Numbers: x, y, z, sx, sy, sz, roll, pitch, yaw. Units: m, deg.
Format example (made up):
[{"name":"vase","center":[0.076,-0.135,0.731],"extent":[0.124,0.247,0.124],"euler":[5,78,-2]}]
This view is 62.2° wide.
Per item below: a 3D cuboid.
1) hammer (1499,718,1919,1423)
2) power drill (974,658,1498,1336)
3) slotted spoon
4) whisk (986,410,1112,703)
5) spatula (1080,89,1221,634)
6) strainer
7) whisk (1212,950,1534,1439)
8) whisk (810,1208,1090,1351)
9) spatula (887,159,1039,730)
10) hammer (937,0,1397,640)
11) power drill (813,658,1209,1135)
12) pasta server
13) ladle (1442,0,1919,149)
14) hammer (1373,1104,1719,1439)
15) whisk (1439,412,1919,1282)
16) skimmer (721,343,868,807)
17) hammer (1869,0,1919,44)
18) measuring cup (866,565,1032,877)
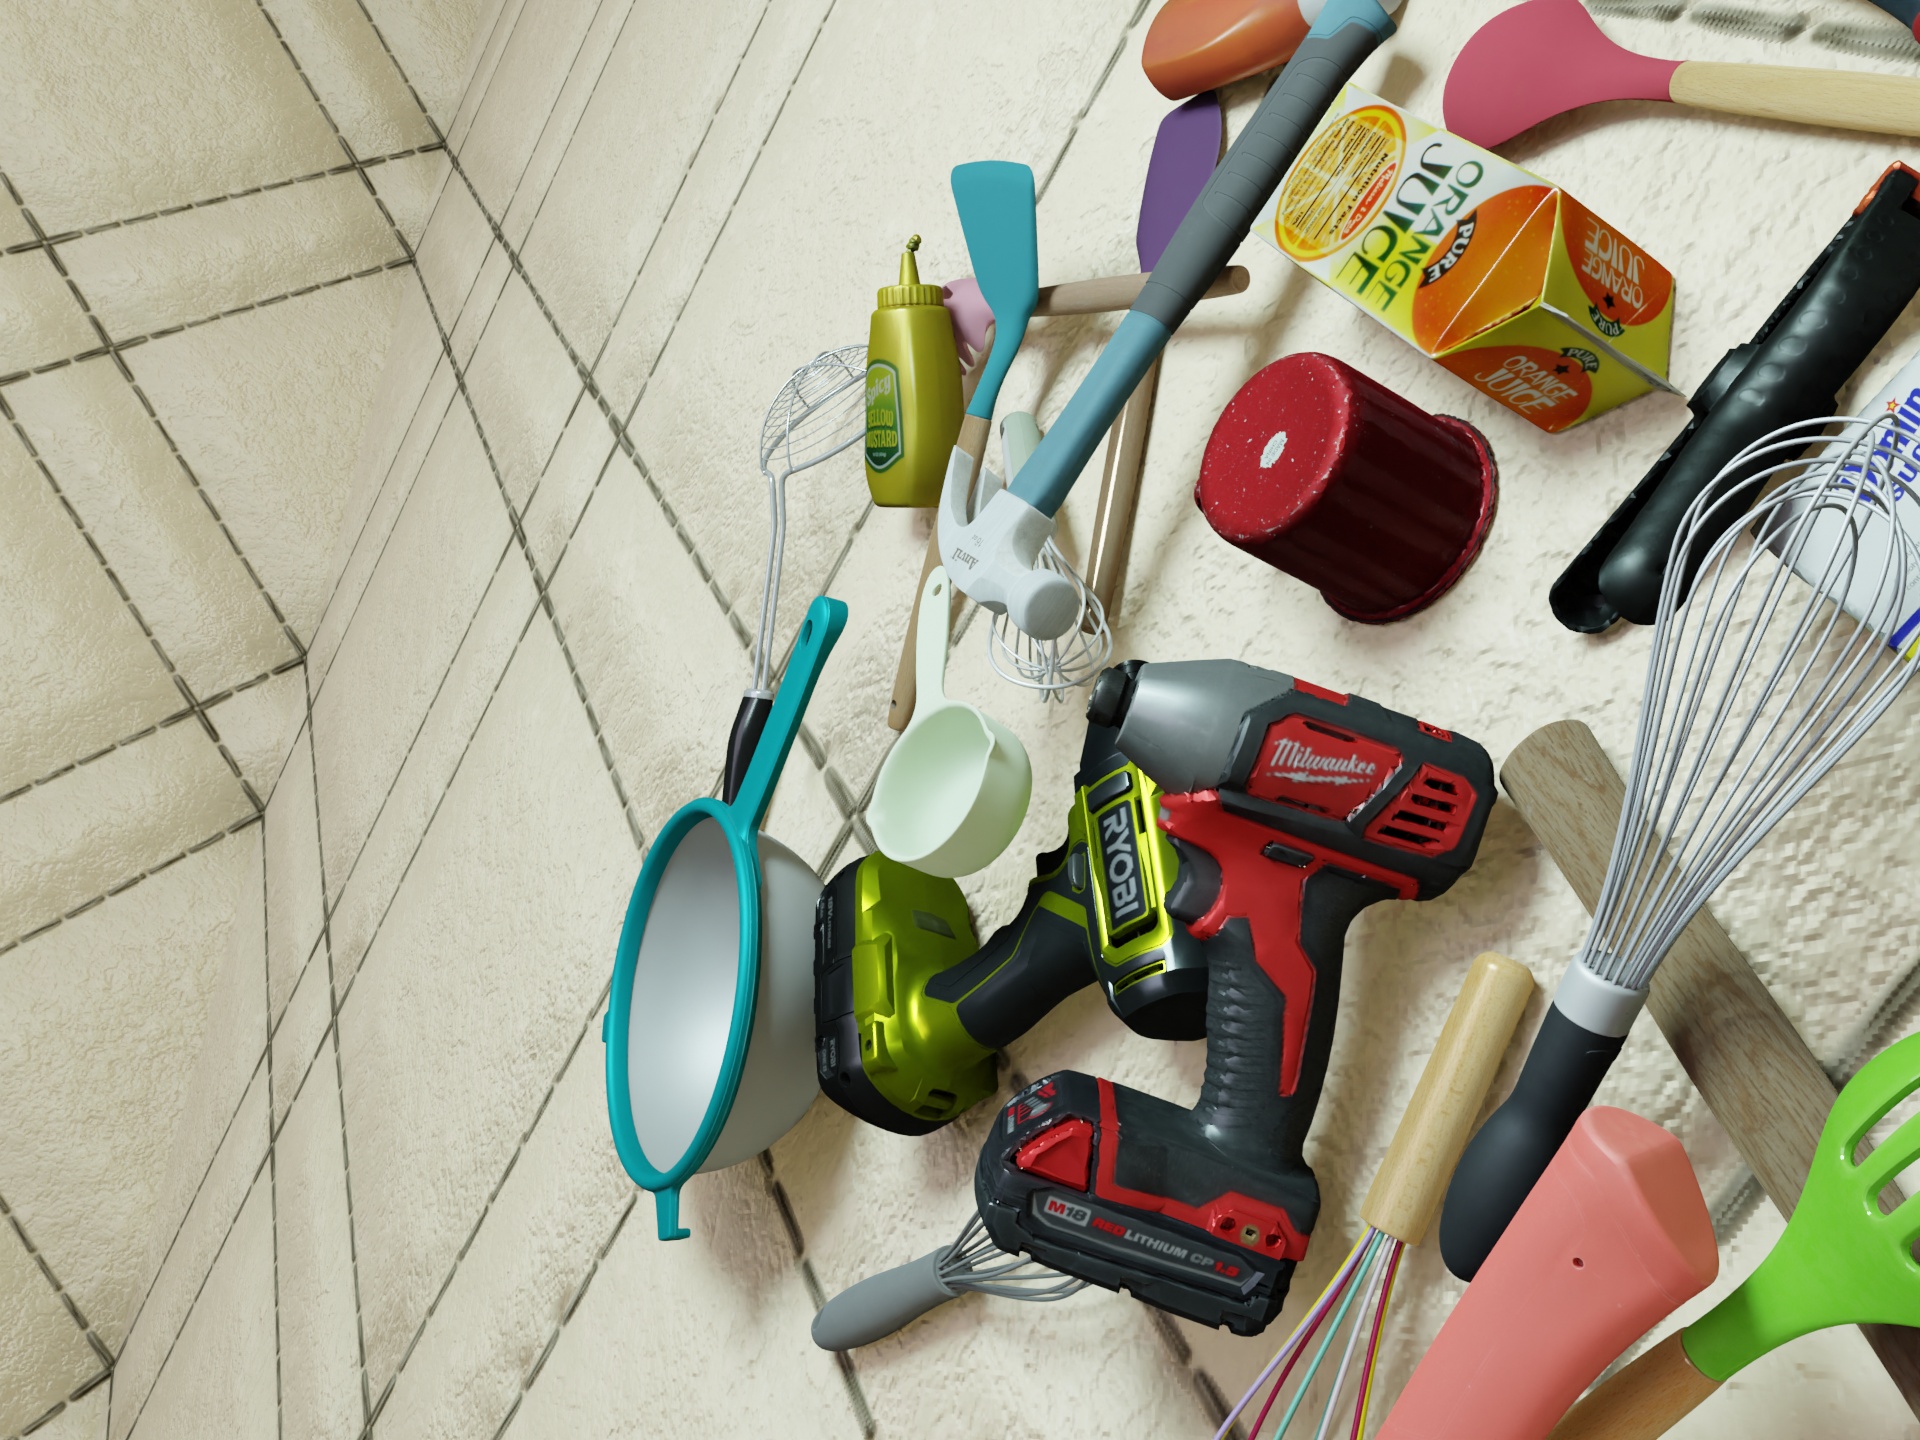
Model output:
[{"name":"hammer","center":[0.237,0.122,0.435],"extent":[0.130,0.031,0.332],"euler":[-49,37,29]},{"name":"power drill","center":[0.087,0.088,0.569],"extent":[0.078,0.143,0.219],"euler":[-53,-17,-86]},{"name":"slotted spoon","center":[0.186,0.187,0.431],"extent":[0.070,0.031,0.313],"euler":[-104,34,-47]},{"name":"whisk","center":[0.038,-0.093,0.814],"extent":[0.247,0.059,0.057],"euler":[-94,-2,-51]},{"name":"spatula","center":[0.097,-0.194,0.831],"extent":[0.060,0.018,0.316],"euler":[-10,64,54]},{"name":"strainer","center":[-0.096,0.097,0.861],"extent":[0.340,0.095,0.211],"euler":[-67,29,17]},{"name":"whisk","center":[0.139,0.194,0.536],"extent":[0.047,0.051,0.245],"euler":[22,86,50]},{"name":"whisk","center":[-0.004,0.250,0.711],"extent":[0.239,0.055,0.055],"euler":[-42,41,43]},{"name":"spatula","center":[-0.006,-0.147,0.893],"extent":[0.082,0.044,0.317],"euler":[27,105,53]},{"name":"hammer","center":[0.096,-0.194,0.733],"extent":[0.331,0.033,0.128],"euler":[-56,34,3]},{"name":"power drill","center":[0.030,0.085,0.725],"extent":[0.223,0.080,0.171],"euler":[-35,46,37]},{"name":"pasta server","center":[0.059,-0.229,0.880],"extent":[0.316,0.040,0.060],"euler":[18,88,59]},{"name":"ladle","center":[0.280,-0.225,0.571],"extent":[0.069,0.031,0.316],"euler":[-63,34,11]},{"name":"hammer","center":[0.105,0.259,0.470],"extent":[0.149,0.036,0.359],"euler":[38,115,40]},{"name":"whisk","center":[0.192,0.050,0.446],"extent":[0.070,0.070,0.284],"euler":[52,132,54]},{"name":"skimmer","center":[-0.099,-0.073,1.045],"extent":[0.127,0.090,0.363],"euler":[6,88,54]},{"name":"hammer","center":[0.282,-0.346,0.623],"extent":[0.143,0.038,0.387],"euler":[-54,35,20]},{"name":"measuring cup","center":[-0.001,-0.002,0.732],"extent":[0.083,0.038,0.168],"euler":[-33,41,35]}]
